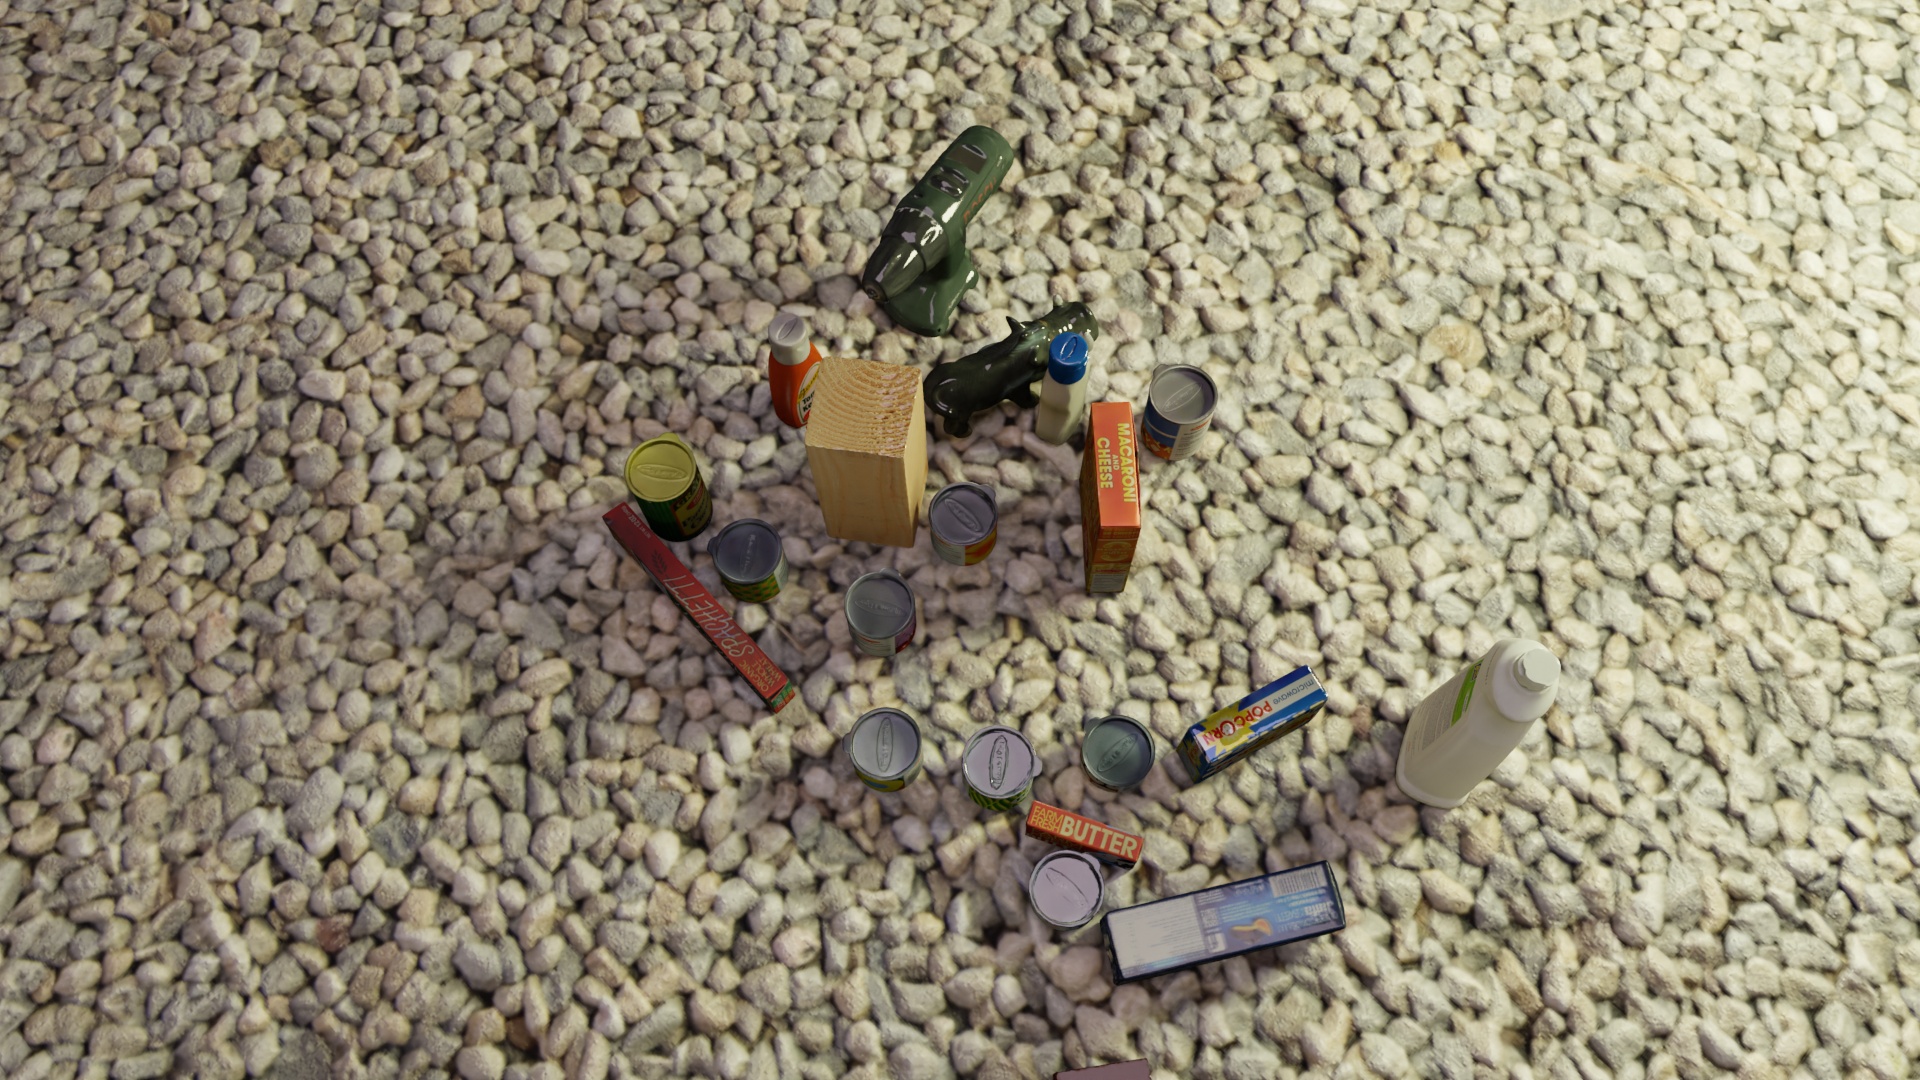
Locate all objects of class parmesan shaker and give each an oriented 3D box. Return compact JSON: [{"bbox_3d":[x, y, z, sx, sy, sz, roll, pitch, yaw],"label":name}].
[{"bbox_3d":[-0.276,-0.049,1.328,0.071,0.102,0.071,0,68,0],"label":"parmesan shaker"}]

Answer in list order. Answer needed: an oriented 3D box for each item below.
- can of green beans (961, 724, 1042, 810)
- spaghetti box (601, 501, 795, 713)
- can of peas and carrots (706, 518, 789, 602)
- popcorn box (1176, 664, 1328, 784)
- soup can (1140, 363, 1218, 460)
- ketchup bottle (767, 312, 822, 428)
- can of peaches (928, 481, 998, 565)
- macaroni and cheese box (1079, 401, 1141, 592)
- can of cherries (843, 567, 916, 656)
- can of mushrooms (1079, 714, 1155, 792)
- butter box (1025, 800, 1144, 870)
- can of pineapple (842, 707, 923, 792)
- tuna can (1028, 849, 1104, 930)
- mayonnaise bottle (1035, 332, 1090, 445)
[{"bbox_3d":[0.034,0.205,1.246,0.071,0.057,0.071,0,68,0],"label":"can of green beans"},{"bbox_3d":[-0.247,0.063,1.310,0.029,0.050,0.250,-41,73,-15],"label":"spaghetti box"},{"bbox_3d":[-0.201,0.020,1.323,0.071,0.058,0.071,0,68,0],"label":"can of peas and carrots"},{"bbox_3d":[0.261,0.166,1.247,0.127,0.085,0.038,-26,70,-10],"label":"popcorn box"},{"bbox_3d":[0.213,-0.127,1.369,0.071,0.083,0.071,0,68,0],"label":"soup can"},{"bbox_3d":[-0.161,-0.168,1.352,0.043,0.148,0.065,30,71,12],"label":"ketchup bottle"},{"bbox_3d":[0.005,-0.017,1.338,0.071,0.058,0.071,0,68,0],"label":"can of peaches"},{"bbox_3d":[0.138,-0.037,1.287,0.040,0.165,0.124,-2,68,0],"label":"macaroni and cheese box"},{"bbox_3d":[-0.073,0.068,1.303,0.071,0.058,0.072,0,68,0],"label":"can of cherries"},{"bbox_3d":[0.141,0.193,1.264,0.071,0.033,0.071,0,68,0],"label":"can of mushrooms"},{"bbox_3d":[0.108,0.261,1.225,0.103,0.053,0.024,18,69,7],"label":"butter box"},{"bbox_3d":[-0.068,0.189,1.253,0.071,0.057,0.071,0,68,0],"label":"can of pineapple"},{"bbox_3d":[0.094,0.305,1.218,0.071,0.032,0.071,0,68,0],"label":"tuna can"},{"bbox_3d":[0.100,-0.150,1.344,0.041,0.147,0.065,25,70,10],"label":"mayonnaise bottle"}]
